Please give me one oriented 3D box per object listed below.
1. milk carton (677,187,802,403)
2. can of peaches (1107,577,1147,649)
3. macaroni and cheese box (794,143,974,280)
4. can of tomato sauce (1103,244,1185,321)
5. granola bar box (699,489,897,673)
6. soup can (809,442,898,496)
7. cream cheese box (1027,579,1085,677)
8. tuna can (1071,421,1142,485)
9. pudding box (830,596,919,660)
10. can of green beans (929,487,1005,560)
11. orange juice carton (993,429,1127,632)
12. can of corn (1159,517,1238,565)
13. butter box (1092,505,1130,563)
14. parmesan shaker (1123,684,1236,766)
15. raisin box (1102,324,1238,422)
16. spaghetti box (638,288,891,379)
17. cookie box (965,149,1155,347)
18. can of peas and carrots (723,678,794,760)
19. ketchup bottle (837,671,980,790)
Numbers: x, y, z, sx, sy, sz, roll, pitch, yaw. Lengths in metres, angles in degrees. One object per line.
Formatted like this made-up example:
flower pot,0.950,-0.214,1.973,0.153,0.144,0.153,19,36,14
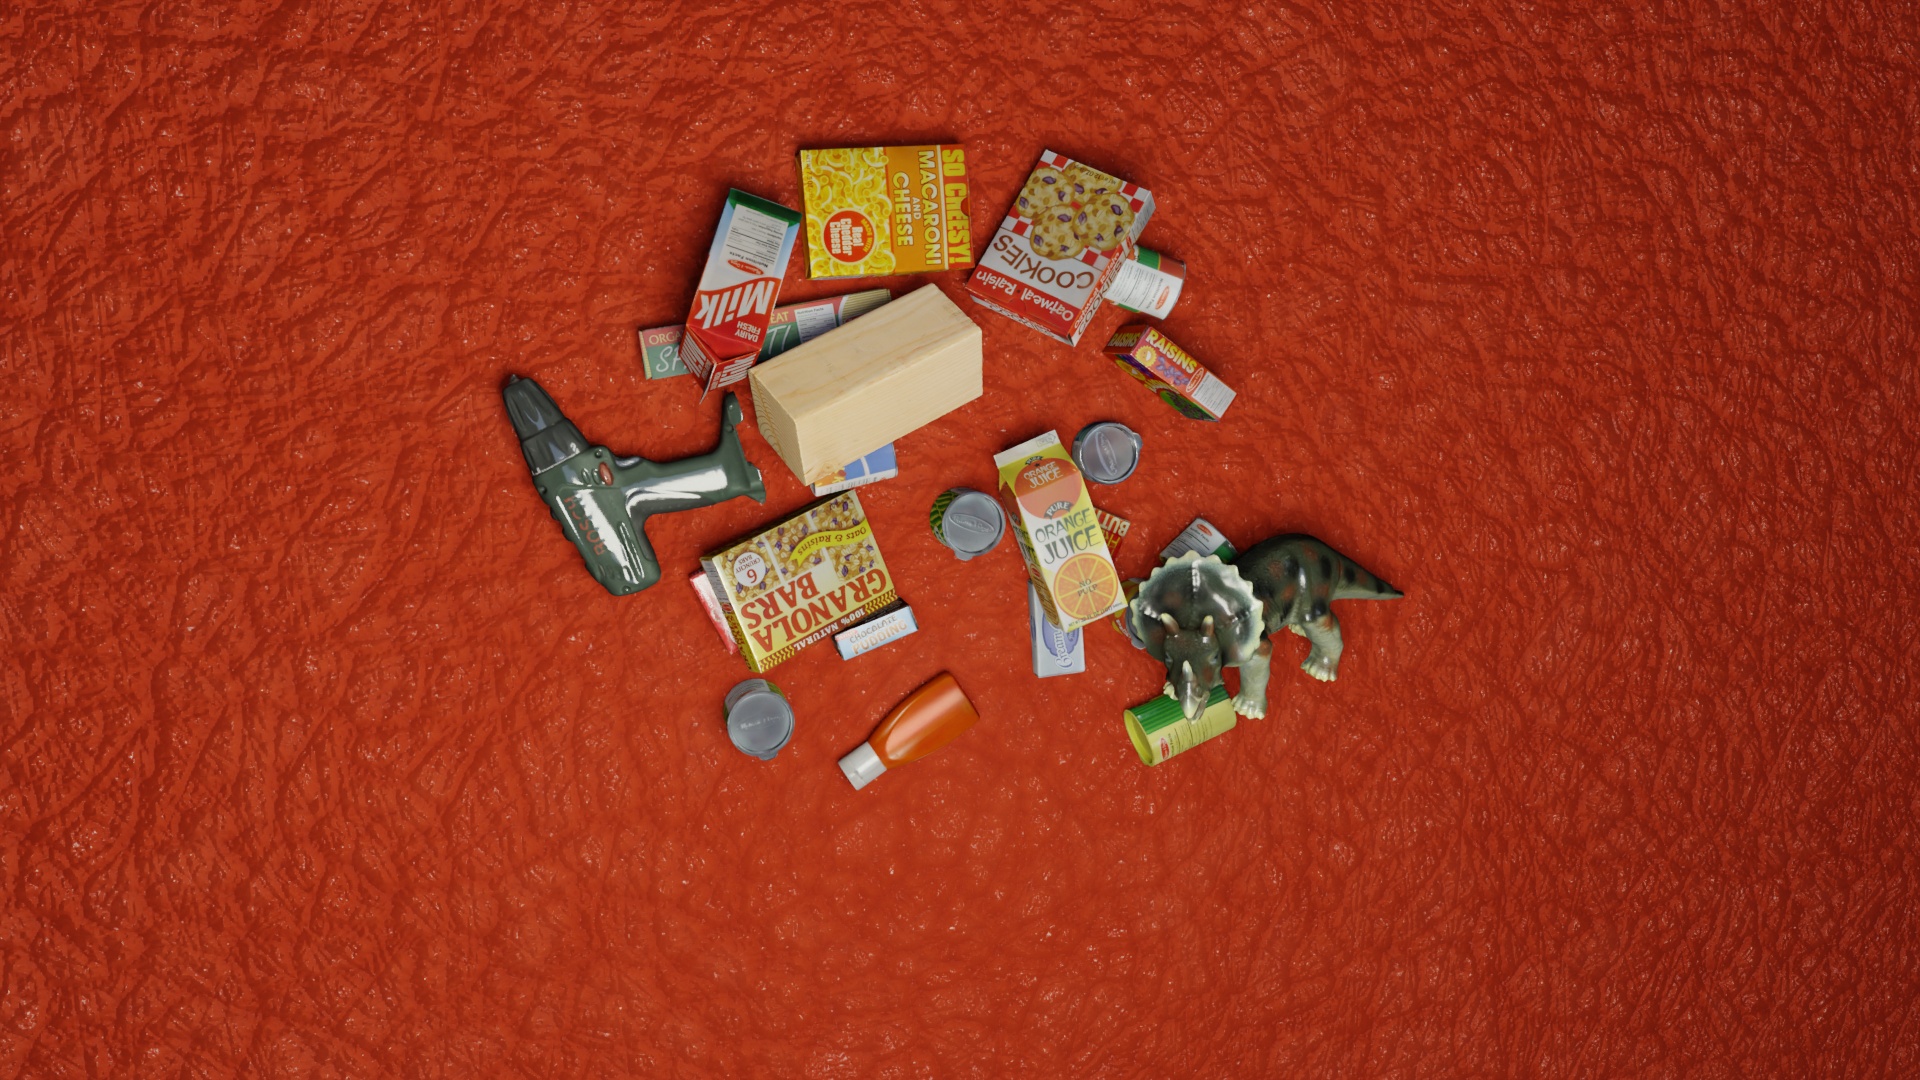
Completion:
milk carton,-0.212,-0.223,1.299,0.073,0.072,0.191,18,70,-13
can of peaches,0.195,0.078,1.481,0.071,0.058,0.071,-2,98,-15
macaroni and cheese box,-0.073,-0.325,1.374,0.167,0.040,0.123,-6,99,-14
can of tomato sauce,0.179,-0.271,1.432,0.083,0.071,0.071,17,92,-12
granola bar box,-0.157,0.038,1.369,0.166,0.039,0.124,-28,103,-29
soup can,-0.112,-0.088,1.377,0.084,0.071,0.071,-15,100,-12
cream cheese box,0.102,0.091,1.475,0.053,0.024,0.103,-6,98,-14
tuna can,0.154,-0.094,1.463,0.071,0.033,0.071,-2,97,-14
pudding box,-0.089,0.089,1.412,0.084,0.050,0.030,-21,104,-11
can of green beans,0.006,-0.020,1.420,0.071,0.058,0.071,-2,97,-15
orange juice carton,0.097,-0.011,1.411,0.072,0.073,0.192,-23,101,-10
can of corn,0.256,0.020,1.487,0.058,0.071,0.071,-43,105,-5
butter box,0.124,-0.015,1.469,0.103,0.024,0.053,23,91,-16
parmesan shaker,0.238,0.195,1.503,0.103,0.071,0.071,-23,102,-12
raisin box,0.217,-0.175,1.443,0.123,0.086,0.040,34,89,-16
spaghetti box,-0.188,-0.203,1.363,0.250,0.029,0.050,-12,99,-13
cookie box,0.099,-0.292,1.384,0.123,0.040,0.167,28,84,21
can of peas and carrots,-0.202,0.178,1.388,0.071,0.059,0.071,-2,98,-14
ketchup bottle,-0.056,0.201,1.437,0.149,0.043,0.064,-34,103,-8
